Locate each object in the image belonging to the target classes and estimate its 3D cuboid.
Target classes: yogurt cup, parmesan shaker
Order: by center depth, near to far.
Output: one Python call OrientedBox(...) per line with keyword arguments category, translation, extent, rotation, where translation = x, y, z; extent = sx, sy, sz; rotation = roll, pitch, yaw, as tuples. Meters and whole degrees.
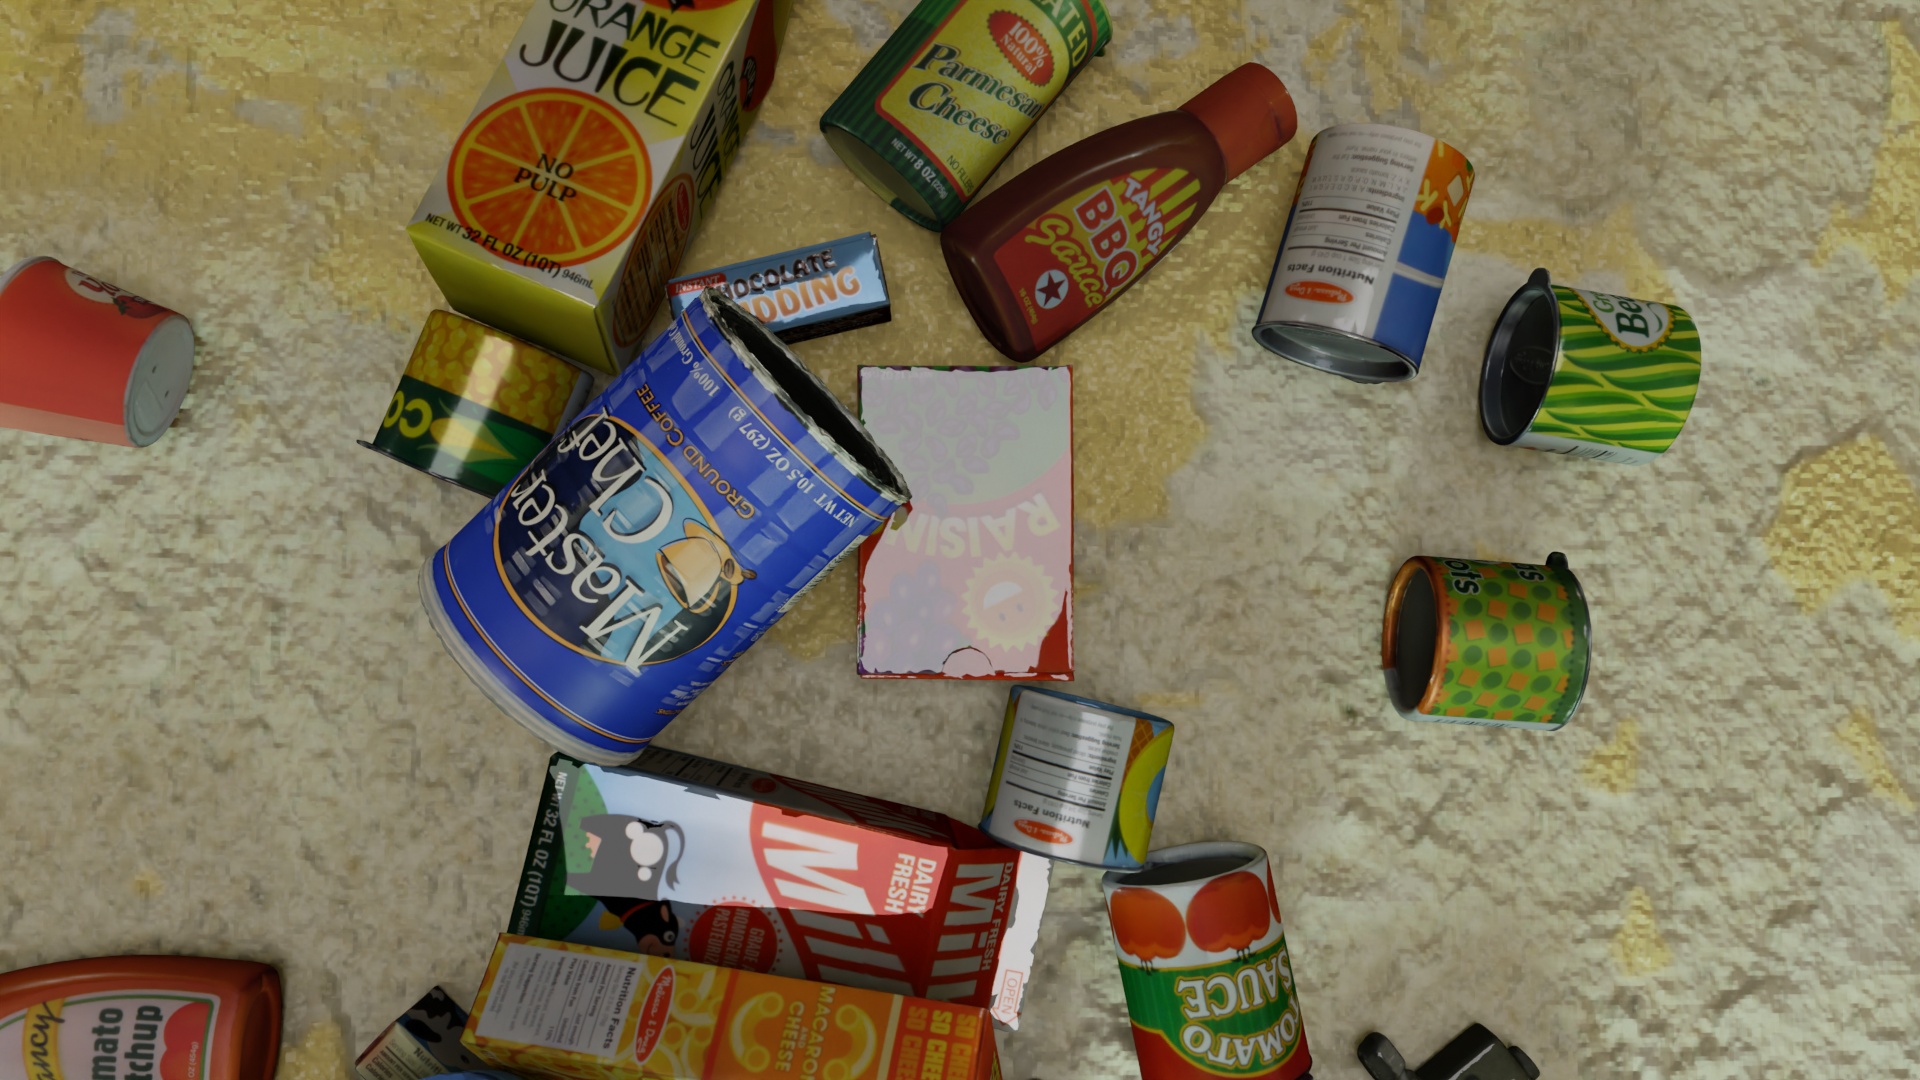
OrientedBox(category="yogurt cup", translation=(-0.332, -0.068, 0.530), extent=(0.054, 0.072, 0.072), rotation=(16, 88, -10))
OrientedBox(category="parmesan shaker", translation=(0.004, -0.179, 0.547), extent=(0.071, 0.071, 0.103), rotation=(39, 87, -1))

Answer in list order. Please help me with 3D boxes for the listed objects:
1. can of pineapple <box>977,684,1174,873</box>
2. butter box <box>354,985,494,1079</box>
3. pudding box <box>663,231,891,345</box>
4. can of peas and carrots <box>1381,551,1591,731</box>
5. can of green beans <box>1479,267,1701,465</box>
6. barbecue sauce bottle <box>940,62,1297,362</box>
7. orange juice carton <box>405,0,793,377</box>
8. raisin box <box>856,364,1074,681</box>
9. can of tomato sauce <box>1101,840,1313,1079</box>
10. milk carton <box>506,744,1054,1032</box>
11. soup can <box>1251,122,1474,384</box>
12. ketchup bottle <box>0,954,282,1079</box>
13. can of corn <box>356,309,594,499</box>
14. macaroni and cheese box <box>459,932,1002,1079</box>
OrientedBox(category="can of pineapple", translation=(0.046, 0.091, 0.540), extent=(0.071, 0.071, 0.058), rotation=(13, 87, -2))
OrientedBox(category="butter box", translation=(-0.179, 0.220, 0.531), extent=(0.103, 0.053, 0.024), rotation=(44, 85, -1))
OrientedBox(category="pudding box", translation=(-0.070, -0.095, 0.548), extent=(0.084, 0.049, 0.030), rotation=(-14, 91, -3))
OrientedBox(category="can of peas and carrots", translation=(0.205, 0.038, 0.546), extent=(0.059, 0.071, 0.071), rotation=(4, 88, -2))
OrientedBox(category="can of green beans", translation=(0.248, -0.066, 0.552), extent=(0.058, 0.071, 0.071), rotation=(9, 88, -3))
OrientedBox(category="barbecue sauce bottle", translation=(0.066, -0.136, 0.553), extent=(0.149, 0.044, 0.064), rotation=(-36, 131, -9))
OrientedBox(category="orange juice carton", translation=(-0.124, -0.167, 0.526), extent=(0.072, 0.073, 0.193), rotation=(22, 74, -1))
OrientedBox(category="raisin box", translation=(0.002, -0.007, 0.553), extent=(0.086, 0.040, 0.123), rotation=(0, 89, -3))
OrientedBox(category="can of tomato sauce", translation=(0.095, 0.165, 0.536), extent=(0.071, 0.071, 0.083), rotation=(-11, 88, -3))
OrientedBox(category="milk carton", translation=(-0.063, 0.132, 0.528), extent=(0.191, 0.073, 0.072), rotation=(13, 88, -2))
OrientedBox(category="soup can", translation=(0.161, -0.112, 0.552), extent=(0.071, 0.071, 0.084), rotation=(18, 87, -2))
OrientedBox(category="ketchup bottle", translation=(-0.342, 0.189, 0.530), extent=(0.149, 0.043, 0.064), rotation=(4, 88, -2))
OrientedBox(category="can of corn", translation=(-0.184, -0.050, 0.532), extent=(0.071, 0.071, 0.058), rotation=(22, 87, -2))
OrientedBox(category="macaroni and cheese box", translation=(-0.071, 0.189, 0.487), extent=(0.166, 0.123, 0.040), rotation=(6, 55, 9))
